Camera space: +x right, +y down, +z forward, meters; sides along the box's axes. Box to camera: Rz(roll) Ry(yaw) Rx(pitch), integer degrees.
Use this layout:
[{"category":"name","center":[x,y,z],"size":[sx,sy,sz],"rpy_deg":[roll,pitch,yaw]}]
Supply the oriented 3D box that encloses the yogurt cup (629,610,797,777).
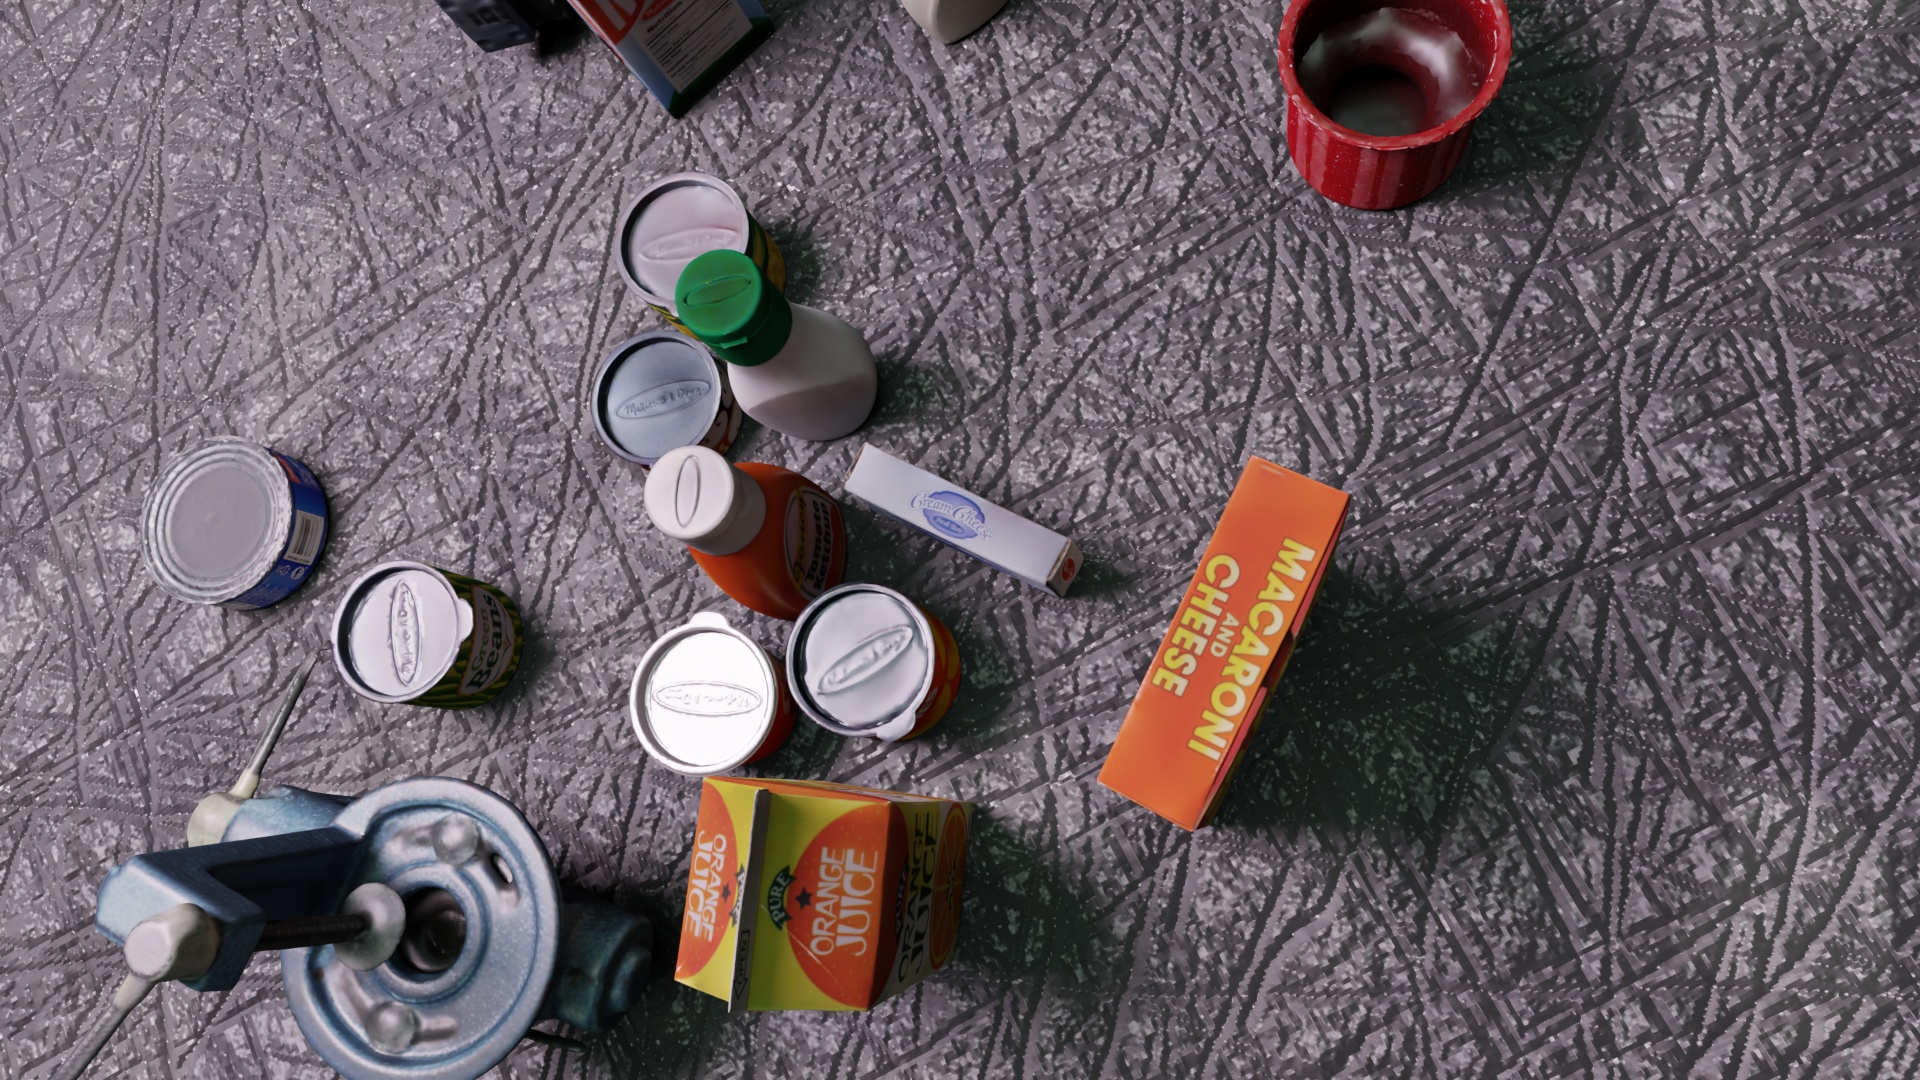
[{"category":"yogurt cup","center":[-0.107,0.073,0.626],"size":[0.072,0.054,0.072],"rpy_deg":[-2,79,11]}]

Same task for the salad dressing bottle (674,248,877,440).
[{"category":"salad dressing bottle","center":[-0.078,-0.082,0.603],"size":[0.064,0.147,0.044],"rpy_deg":[-15,77,8]}]

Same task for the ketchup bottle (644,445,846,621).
[{"category":"ketchup bottle","center":[-0.088,-0.005,0.589],"size":[0.043,0.148,0.065],"rpy_deg":[1,80,12]}]

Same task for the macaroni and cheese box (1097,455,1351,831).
[{"category":"macaroni and cheese box","center":[0.103,0.047,0.531],"size":[0.040,0.166,0.124],"rpy_deg":[25,85,15]}]

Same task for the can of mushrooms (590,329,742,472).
[{"category":"can of mushrooms","center":[-0.141,-0.063,0.670],"size":[0.071,0.033,0.071],"rpy_deg":[-2,79,11]}]

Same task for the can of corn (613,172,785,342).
[{"category":"can of corn","center":[-0.123,-0.132,0.668],"size":[0.071,0.058,0.071],"rpy_deg":[-2,79,11]}]

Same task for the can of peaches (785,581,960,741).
[{"category":"can of peaches","center":[-0.036,0.057,0.613],"size":[0.071,0.058,0.071],"rpy_deg":[-2,79,11]}]

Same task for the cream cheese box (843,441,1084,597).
[{"category":"cream cheese box","center":[0.002,-0.008,0.621],"size":[0.104,0.053,0.024],"rpy_deg":[26,85,15]}]

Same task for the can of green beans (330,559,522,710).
[{"category":"can of green beans","center":[-0.251,0.046,0.658],"size":[0.071,0.057,0.071],"rpy_deg":[-2,79,11]}]

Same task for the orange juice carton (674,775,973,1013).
[{"category":"orange juice carton","center":[-0.051,0.131,0.532],"size":[0.073,0.192,0.072],"rpy_deg":[5,81,12]}]

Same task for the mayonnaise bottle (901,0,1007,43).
[{"category":"mayonnaise bottle","center":[-0.010,-0.288,0.630],"size":[0.065,0.148,0.041],"rpy_deg":[-43,75,1]}]

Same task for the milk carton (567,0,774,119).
[{"category":"milk carton","center":[-0.162,-0.283,0.636],"size":[0.073,0.190,0.072],"rpy_deg":[-42,75,1]}]
